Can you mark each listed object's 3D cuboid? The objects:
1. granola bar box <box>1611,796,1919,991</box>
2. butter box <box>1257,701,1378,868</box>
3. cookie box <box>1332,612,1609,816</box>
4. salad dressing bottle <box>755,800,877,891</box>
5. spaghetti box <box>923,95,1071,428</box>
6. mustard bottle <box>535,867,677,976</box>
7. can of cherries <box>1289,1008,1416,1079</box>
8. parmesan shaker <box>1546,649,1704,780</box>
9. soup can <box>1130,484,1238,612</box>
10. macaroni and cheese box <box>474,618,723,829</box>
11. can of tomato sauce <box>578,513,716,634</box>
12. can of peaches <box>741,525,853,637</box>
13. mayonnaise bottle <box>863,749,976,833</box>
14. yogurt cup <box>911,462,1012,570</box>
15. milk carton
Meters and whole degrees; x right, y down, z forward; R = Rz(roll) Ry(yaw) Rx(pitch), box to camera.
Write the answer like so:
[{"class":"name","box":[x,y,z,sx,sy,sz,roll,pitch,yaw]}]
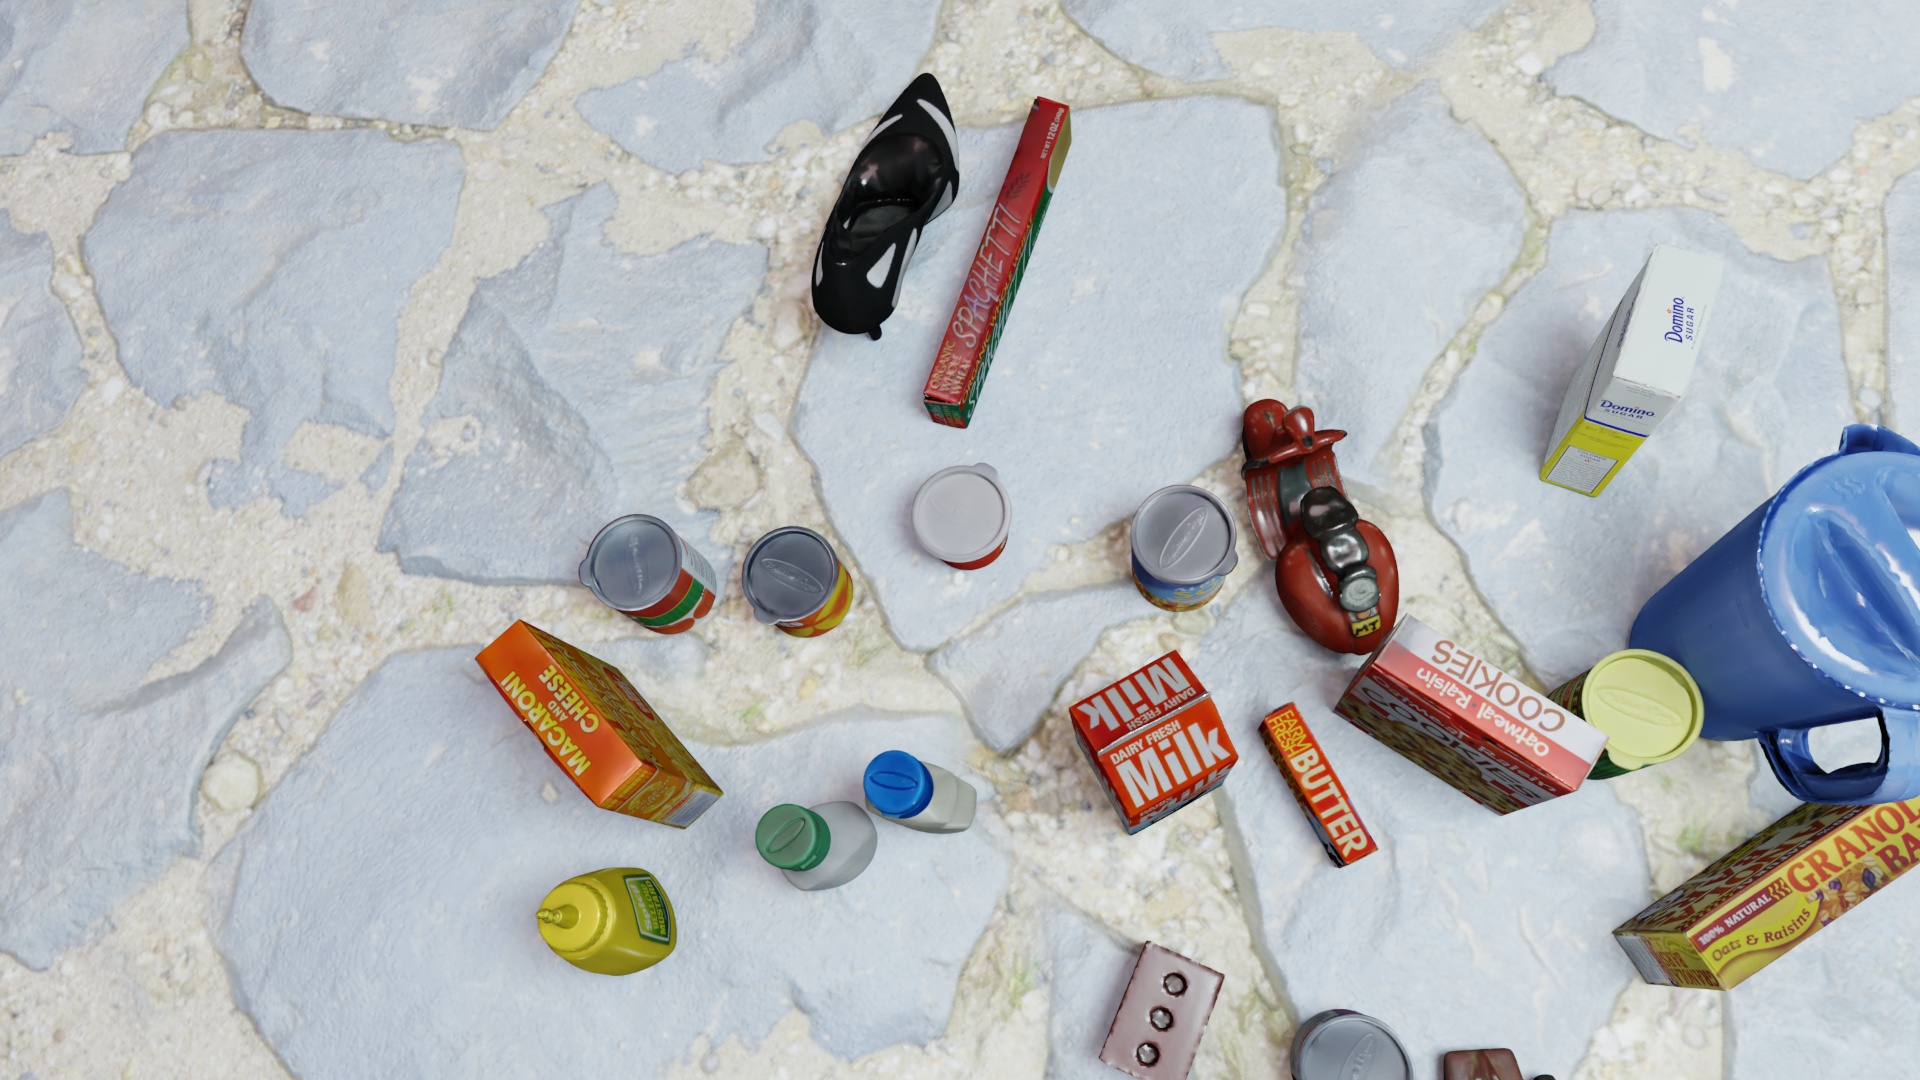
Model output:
[{"class":"granola bar box","box":[0.470,0.195,0.796,0.166,0.124,0.039,-32,73,-3]},{"class":"butter box","box":[0.224,0.155,0.877,0.024,0.053,0.104,-27,72,-1]},{"class":"cookie box","box":[0.293,0.108,0.822,0.123,0.167,0.040,33,81,15]},{"class":"salad dressing bottle","box":[-0.089,0.187,0.857,0.064,0.147,0.044,-39,73,-5]},{"class":"spaghetti box","box":[0.029,-0.201,1.007,0.029,0.050,0.250,17,77,12]},{"class":"mustard bottle","box":[-0.221,0.233,0.853,0.049,0.160,0.065,-23,73,0]},{"class":"can of cherries","box":[0.234,0.316,0.825,0.071,0.058,0.071,-2,74,7]},{"class":"parmesan shaker","box":[0.395,0.110,0.842,0.071,0.103,0.071,-2,74,7]},{"class":"soup can","box":[0.147,0.009,0.913,0.071,0.083,0.071,-2,74,7]},{"class":"macaroni and cheese box","box":[-0.225,0.122,0.883,0.040,0.166,0.124,-43,74,-6]},{"class":"can of tomato sauce","box":[-0.212,0.026,0.954,0.071,0.083,0.071,-2,74,7]},{"class":"can of peaches","box":[-0.112,0.031,0.952,0.071,0.058,0.071,-2,74,7]},{"class":"mayonnaise bottle","box":[-0.028,0.156,0.858,0.065,0.147,0.041,8,75,9]},{"class":"yogurt cup","box":[0.003,-0.012,0.953,0.072,0.054,0.072,-2,74,7]},{"class":"milk carton","box":[0.114,0.122,0.828,0.072,0.190,0.073,-29,73,-1]}]
